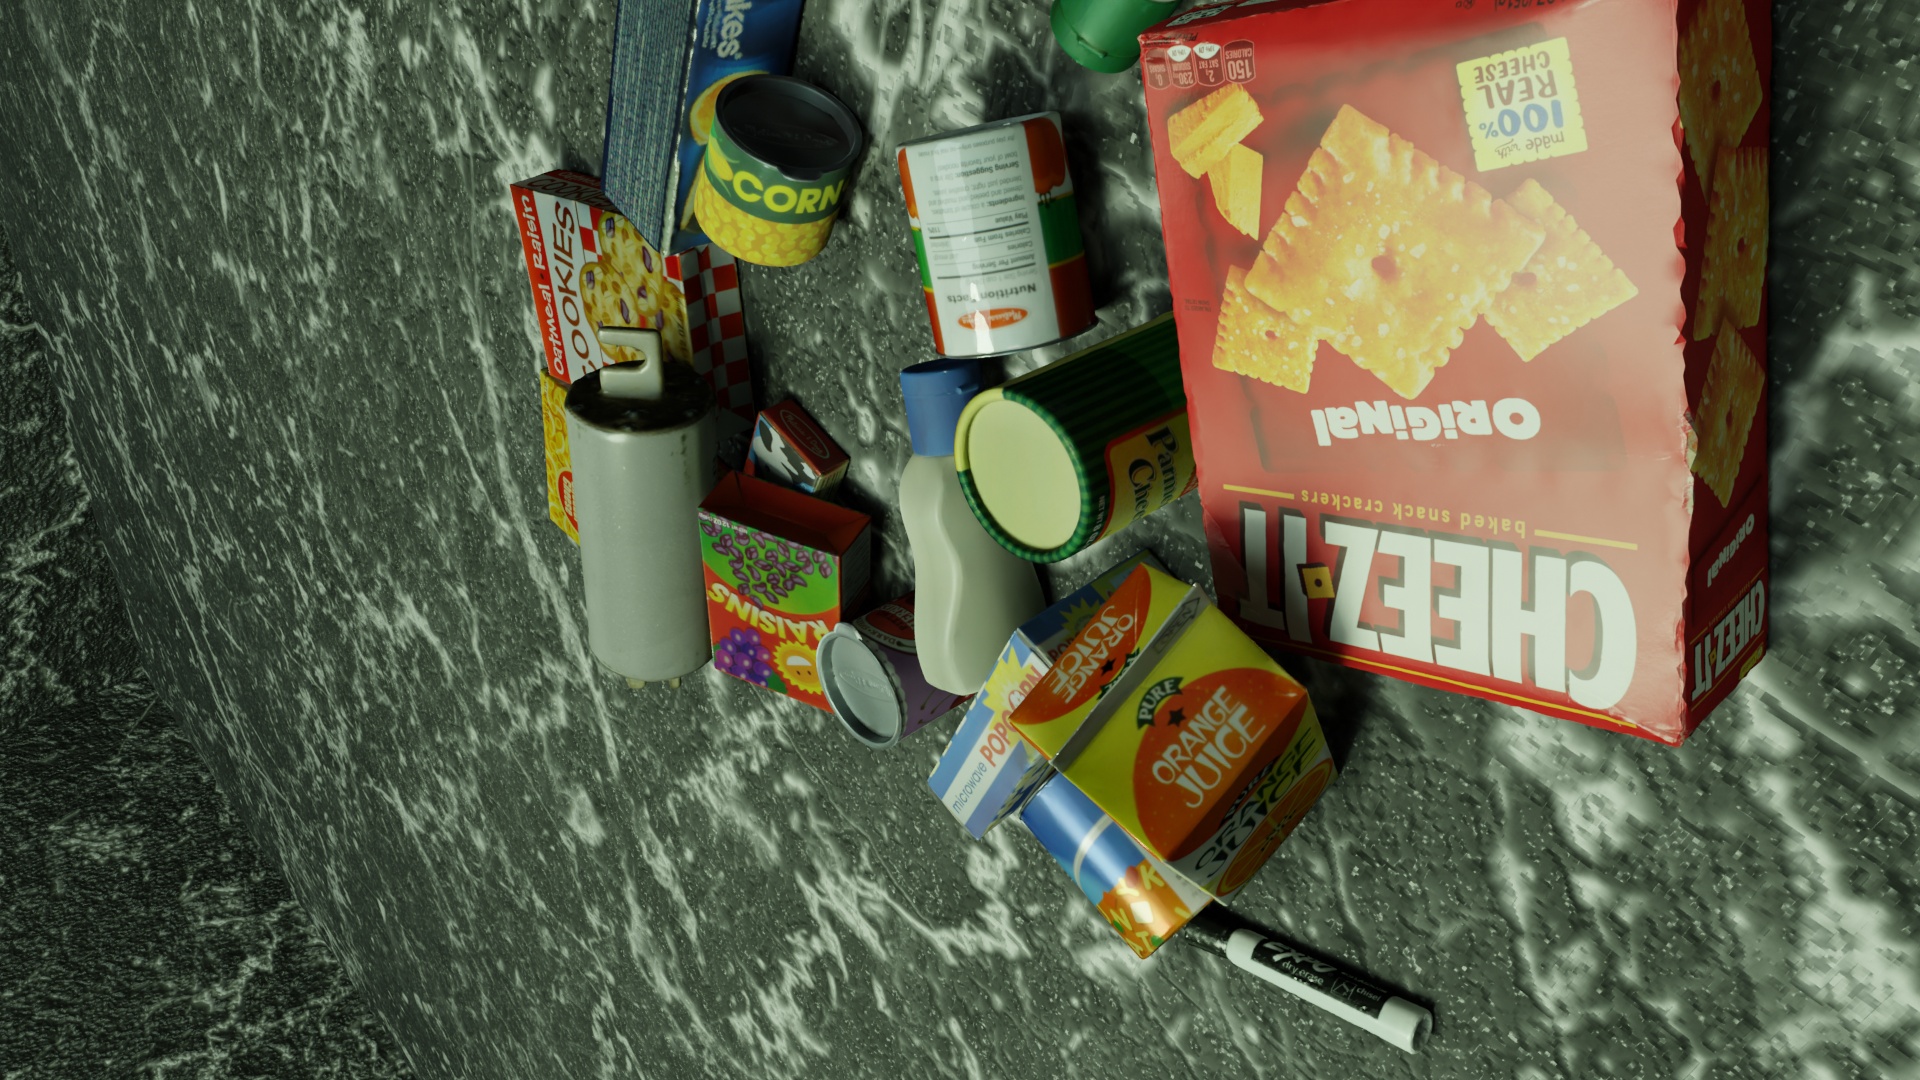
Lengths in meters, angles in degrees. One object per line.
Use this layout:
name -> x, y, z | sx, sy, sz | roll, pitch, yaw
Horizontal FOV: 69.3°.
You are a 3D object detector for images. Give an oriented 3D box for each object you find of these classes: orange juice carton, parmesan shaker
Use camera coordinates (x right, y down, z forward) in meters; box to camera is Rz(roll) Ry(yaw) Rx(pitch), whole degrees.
orange juice carton -> 0.078, 0.071, 0.494 | 0.073, 0.072, 0.192 | 40, 177, 27
parmesan shaker -> 0.055, -0.038, 0.514 | 0.071, 0.103, 0.071 | 28, 131, 37

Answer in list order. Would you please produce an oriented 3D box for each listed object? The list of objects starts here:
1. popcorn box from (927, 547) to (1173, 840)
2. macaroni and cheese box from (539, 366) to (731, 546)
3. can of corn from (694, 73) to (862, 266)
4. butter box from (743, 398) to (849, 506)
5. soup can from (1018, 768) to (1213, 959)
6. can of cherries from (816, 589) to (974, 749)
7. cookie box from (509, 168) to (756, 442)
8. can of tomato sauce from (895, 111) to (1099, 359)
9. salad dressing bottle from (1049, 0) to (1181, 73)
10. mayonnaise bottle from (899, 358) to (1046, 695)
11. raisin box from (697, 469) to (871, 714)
popcorn box -> 0.043, 0.069, 0.608 | 0.038, 0.085, 0.126 | 47, 140, 18
macaroni and cheese box -> -0.203, -0.024, 0.882 | 0.167, 0.040, 0.123 | 37, 136, 30
can of corn -> -0.084, -0.166, 0.631 | 0.071, 0.071, 0.058 | 49, 142, 17
butter box -> -0.097, -0.024, 0.769 | 0.053, 0.024, 0.103 | 47, 140, 19
soup can -> 0.076, 0.135, 0.623 | 0.084, 0.071, 0.071 | 48, 140, 19
can of cherries -> -0.031, 0.063, 0.716 | 0.071, 0.058, 0.071 | 29, 131, 38
cookie box -> -0.188, -0.137, 0.797 | 0.167, 0.040, 0.122 | 24, 128, 39
can of tomato sauce -> 0.015, -0.120, 0.546 | 0.071, 0.071, 0.082 | 9, 117, 47
salad dressing bottle -> 0.076, -0.208, 0.433 | 0.064, 0.044, 0.147 | 29, 148, -12
mayonnaise bottle -> 0.002, -0.008, 0.633 | 0.041, 0.065, 0.147 | 10, 115, 51
raisin box -> -0.094, 0.030, 0.755 | 0.086, 0.040, 0.122 | 17, 133, 16
